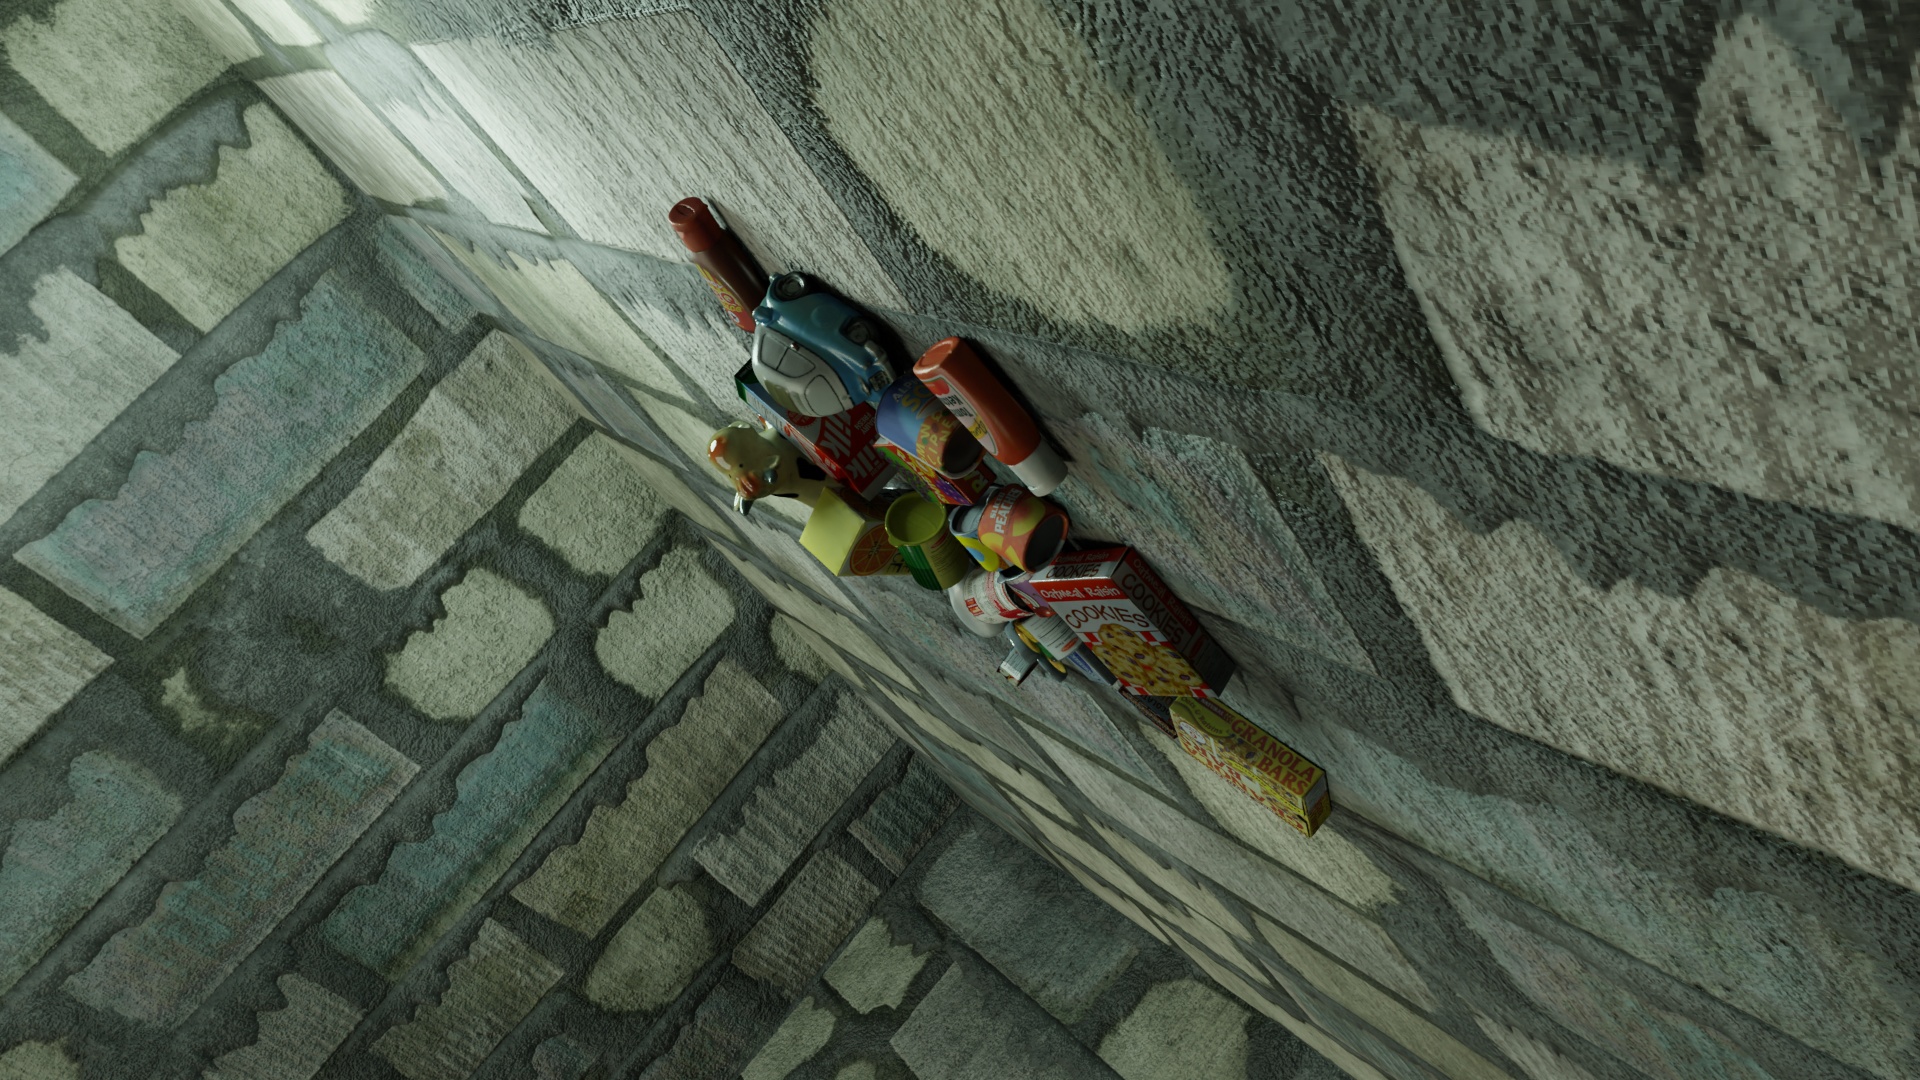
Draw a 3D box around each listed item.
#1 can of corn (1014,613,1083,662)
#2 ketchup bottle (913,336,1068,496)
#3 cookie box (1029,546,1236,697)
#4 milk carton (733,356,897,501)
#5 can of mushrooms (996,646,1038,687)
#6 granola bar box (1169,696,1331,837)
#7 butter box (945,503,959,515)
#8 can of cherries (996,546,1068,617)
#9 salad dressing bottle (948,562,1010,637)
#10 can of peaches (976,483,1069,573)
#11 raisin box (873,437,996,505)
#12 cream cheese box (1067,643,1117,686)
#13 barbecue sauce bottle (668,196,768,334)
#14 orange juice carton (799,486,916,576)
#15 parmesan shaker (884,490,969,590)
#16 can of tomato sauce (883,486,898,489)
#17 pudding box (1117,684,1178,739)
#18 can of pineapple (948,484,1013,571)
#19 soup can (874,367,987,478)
[{"bbox_3d":[0.100,0.085,1.475,0.058,0.071,0.071,45,166,-11],"label":"can of corn"},{"bbox_3d":[0.029,-0.099,1.128,0.148,0.043,0.064,46,166,-20],"label":"ketchup bottle"},{"bbox_3d":[0.159,0.077,1.288,0.167,0.040,0.123,47,153,-21],"label":"cookie box"},{"bbox_3d":[-0.144,-0.127,1.473,0.190,0.072,0.073,41,168,4],"label":"milk carton"},{"bbox_3d":[0.078,0.150,1.750,0.033,0.071,0.071,38,166,11],"label":"can of mushrooms"},{"bbox_3d":[0.297,0.227,1.426,0.166,0.039,0.123,34,165,31],"label":"granola bar box"},{"bbox_3d":[0.005,-0.019,1.500,0.103,0.024,0.053,38,167,15],"label":"butter box"},{"bbox_3d":[0.079,0.034,1.355,0.058,0.071,0.071,46,166,-22],"label":"can of cherries"},{"bbox_3d":[0.006,0.049,1.658,0.064,0.044,0.147,-24,115,25],"label":"salad dressing bottle"},{"bbox_3d":[0.058,-0.012,1.276,0.058,0.071,0.071,33,164,31],"label":"can of peaches"},{"bbox_3d":[-0.027,-0.078,1.369,0.086,0.040,0.123,47,165,-18],"label":"raisin box"},{"bbox_3d":[0.135,0.122,1.585,0.103,0.024,0.053,46,167,-17],"label":"cream cheese box"},{"bbox_3d":[-0.227,-0.263,1.329,0.065,0.044,0.148,33,164,37],"label":"barbecue sauce bottle"},{"bbox_3d":[-0.078,-0.010,1.541,0.072,0.072,0.193,40,-156,32],"label":"orange juice carton"},{"bbox_3d":[-0.036,0.004,1.472,0.071,0.071,0.102,34,163,30],"label":"parmesan shaker"},{"bbox_3d":[-0.077,-0.014,1.658,0.071,0.071,0.082,25,155,50],"label":"can of tomato sauce"},{"bbox_3d":[0.215,0.179,1.526,0.084,0.030,0.049,40,168,5],"label":"pudding box"},{"bbox_3d":[0.031,-0.012,1.353,0.057,0.071,0.071,48,165,-27],"label":"can of pineapple"},{"bbox_3d":[-0.023,-0.103,1.219,0.084,0.071,0.071,32,164,31],"label":"soup can"}]
